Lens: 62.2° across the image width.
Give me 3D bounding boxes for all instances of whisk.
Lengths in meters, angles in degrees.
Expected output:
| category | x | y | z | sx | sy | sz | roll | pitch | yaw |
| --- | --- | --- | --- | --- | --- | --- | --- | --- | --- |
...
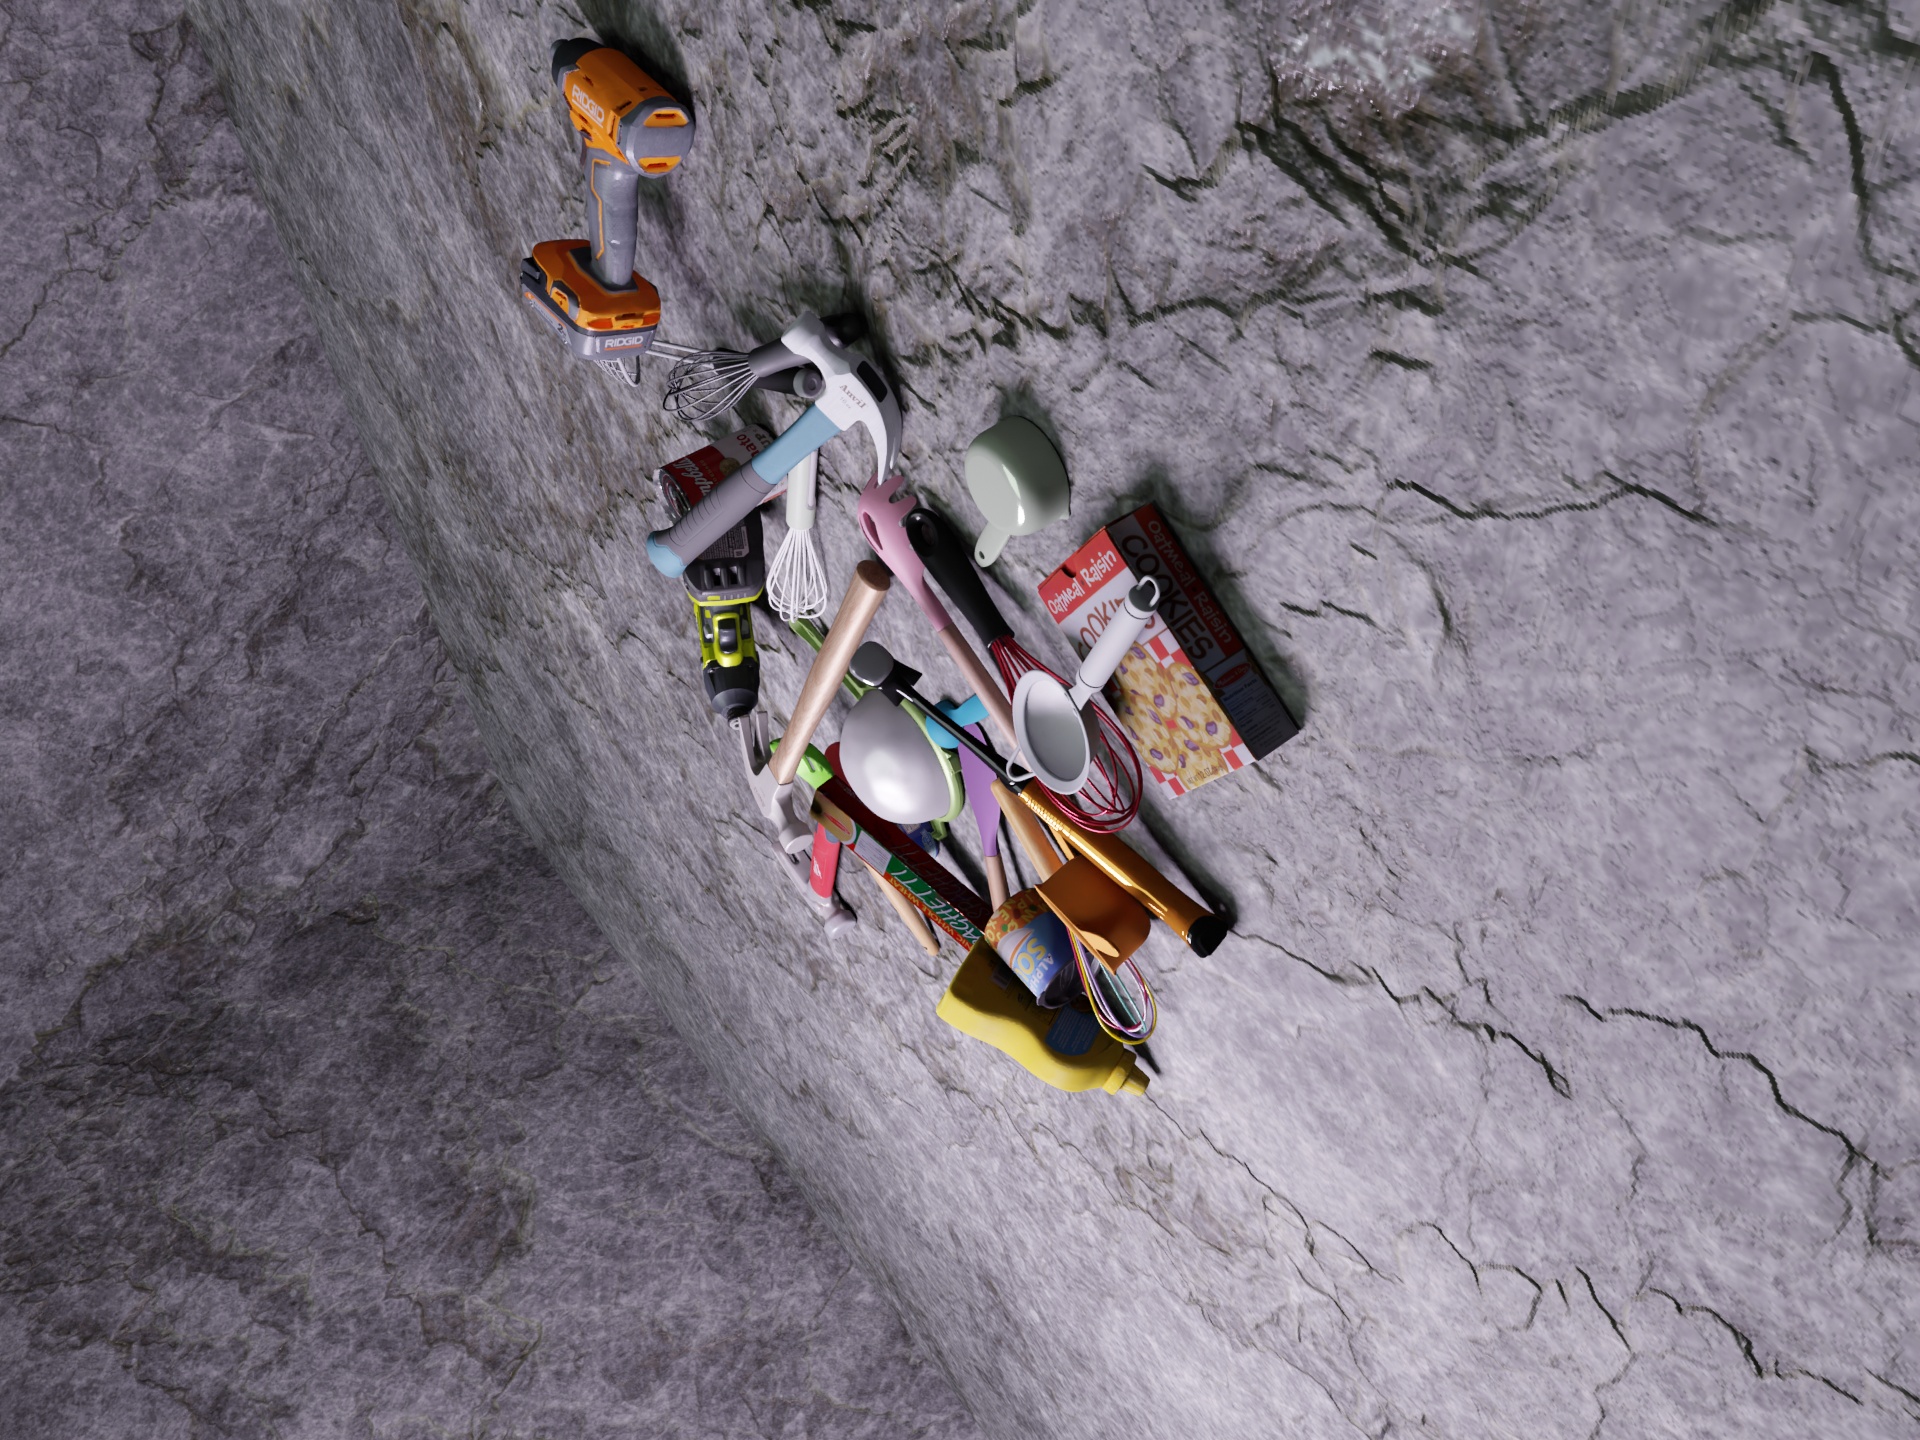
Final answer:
| category | x | y | z | sx | sy | sz | roll | pitch | yaw |
| --- | --- | --- | --- | --- | --- | --- | --- | --- | --- |
| whisk | 0.089 | 0.154 | 1.304 | 0.245 | 0.047 | 0.051 | 60 | -176 | 9 |
| whisk | -0.156 | -0.275 | 1.226 | 0.239 | 0.055 | 0.055 | -6 | 114 | 46 |
| whisk | 0.040 | -0.043 | 1.152 | 0.296 | 0.073 | 0.073 | 57 | 158 | 21 |
| whisk | -0.140 | -0.169 | 1.392 | 0.059 | 0.058 | 0.246 | 19 | 145 | 5 |

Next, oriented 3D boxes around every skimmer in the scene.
| category | x | y | z | sx | sy | sz | roll | pitch | yaw |
| --- | --- | --- | --- | --- | --- | --- | --- | --- | --- |
| skimmer | -0.224 | -0.332 | 1.379 | 0.364 | 0.090 | 0.127 | 22 | 135 | 40 |

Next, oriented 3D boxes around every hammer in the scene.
| category | x | y | z | sx | sy | sz | roll | pitch | yaw |
| --- | --- | --- | --- | --- | --- | --- | --- | --- | --- |
| hammer | -0.162 | -0.194 | 1.259 | 0.128 | 0.033 | 0.331 | 42 | 141 | -17 |
| hammer | 0.060 | 0.059 | 1.187 | 0.337 | 0.034 | 0.127 | 39 | -179 | 16 |
| hammer | -0.132 | -0.023 | 1.439 | 0.130 | 0.031 | 0.331 | 57 | 140 | 25 |
| hammer | -0.156 | 0.114 | 1.772 | 0.143 | 0.038 | 0.386 | 53 | 157 | 19 |

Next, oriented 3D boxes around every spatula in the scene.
| category | x | y | z | sx | sy | sz | roll | pitch | yaw |
| --- | --- | --- | --- | --- | --- | --- | --- | --- | --- |
| spatula | 0.034 | 0.139 | 1.407 | 0.060 | 0.018 | 0.315 | 29 | 137 | 53 |

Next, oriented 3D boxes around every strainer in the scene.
| category | x | y | z | sx | sy | sz | roll | pitch | yaw |
| --- | --- | --- | --- | --- | --- | --- | --- | --- | --- |
| strainer | -0.099 | 0.003 | 1.477 | 0.256 | 0.069 | 0.151 | 49 | 155 | 19 |
| strainer | 0.083 | -0.023 | 1.002 | 0.087 | 0.050 | 0.258 | 62 | 157 | 17 |

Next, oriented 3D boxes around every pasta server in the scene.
| category | x | y | z | sx | sy | sz | roll | pitch | yaw |
| --- | --- | --- | --- | --- | --- | --- | --- | --- | --- |
| pasta server | 0.009 | -0.055 | 1.245 | 0.316 | 0.040 | 0.060 | 56 | 158 | -4 |

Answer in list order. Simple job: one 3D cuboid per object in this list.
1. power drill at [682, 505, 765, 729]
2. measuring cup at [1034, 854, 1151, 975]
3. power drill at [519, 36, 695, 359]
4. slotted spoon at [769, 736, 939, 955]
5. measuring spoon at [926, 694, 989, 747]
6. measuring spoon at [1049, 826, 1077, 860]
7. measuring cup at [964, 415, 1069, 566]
| category | x | y | z | sx | sy | sz | roll | pitch | yaw |
| --- | --- | --- | --- | --- | --- | --- | --- | --- | --- |
| power drill | -0.227 | -0.111 | 1.536 | 0.223 | 0.080 | 0.171 | 97 | 164 | -55 |
| measuring cup | 0.112 | 0.145 | 1.187 | 0.095 | 0.052 | 0.173 | 49 | 173 | -4 |
| power drill | -0.296 | -0.429 | 1.291 | 0.164 | 0.084 | 0.226 | 47 | 136 | 28 |
| slotted spoon | -0.099 | 0.129 | 1.629 | 0.070 | 0.031 | 0.313 | 6 | 135 | 49 |
| measuring spoon | -0.002 | -0.004 | 1.322 | 0.128 | 0.021 | 0.042 | -30 | 75 | 65 |
| measuring spoon | 0.082 | 0.089 | 1.291 | 0.117 | 0.011 | 0.021 | 60 | 169 | -9 |
| measuring cup | 0.023 | -0.141 | 1.087 | 0.083 | 0.038 | 0.167 | 55 | 155 | 11 |
